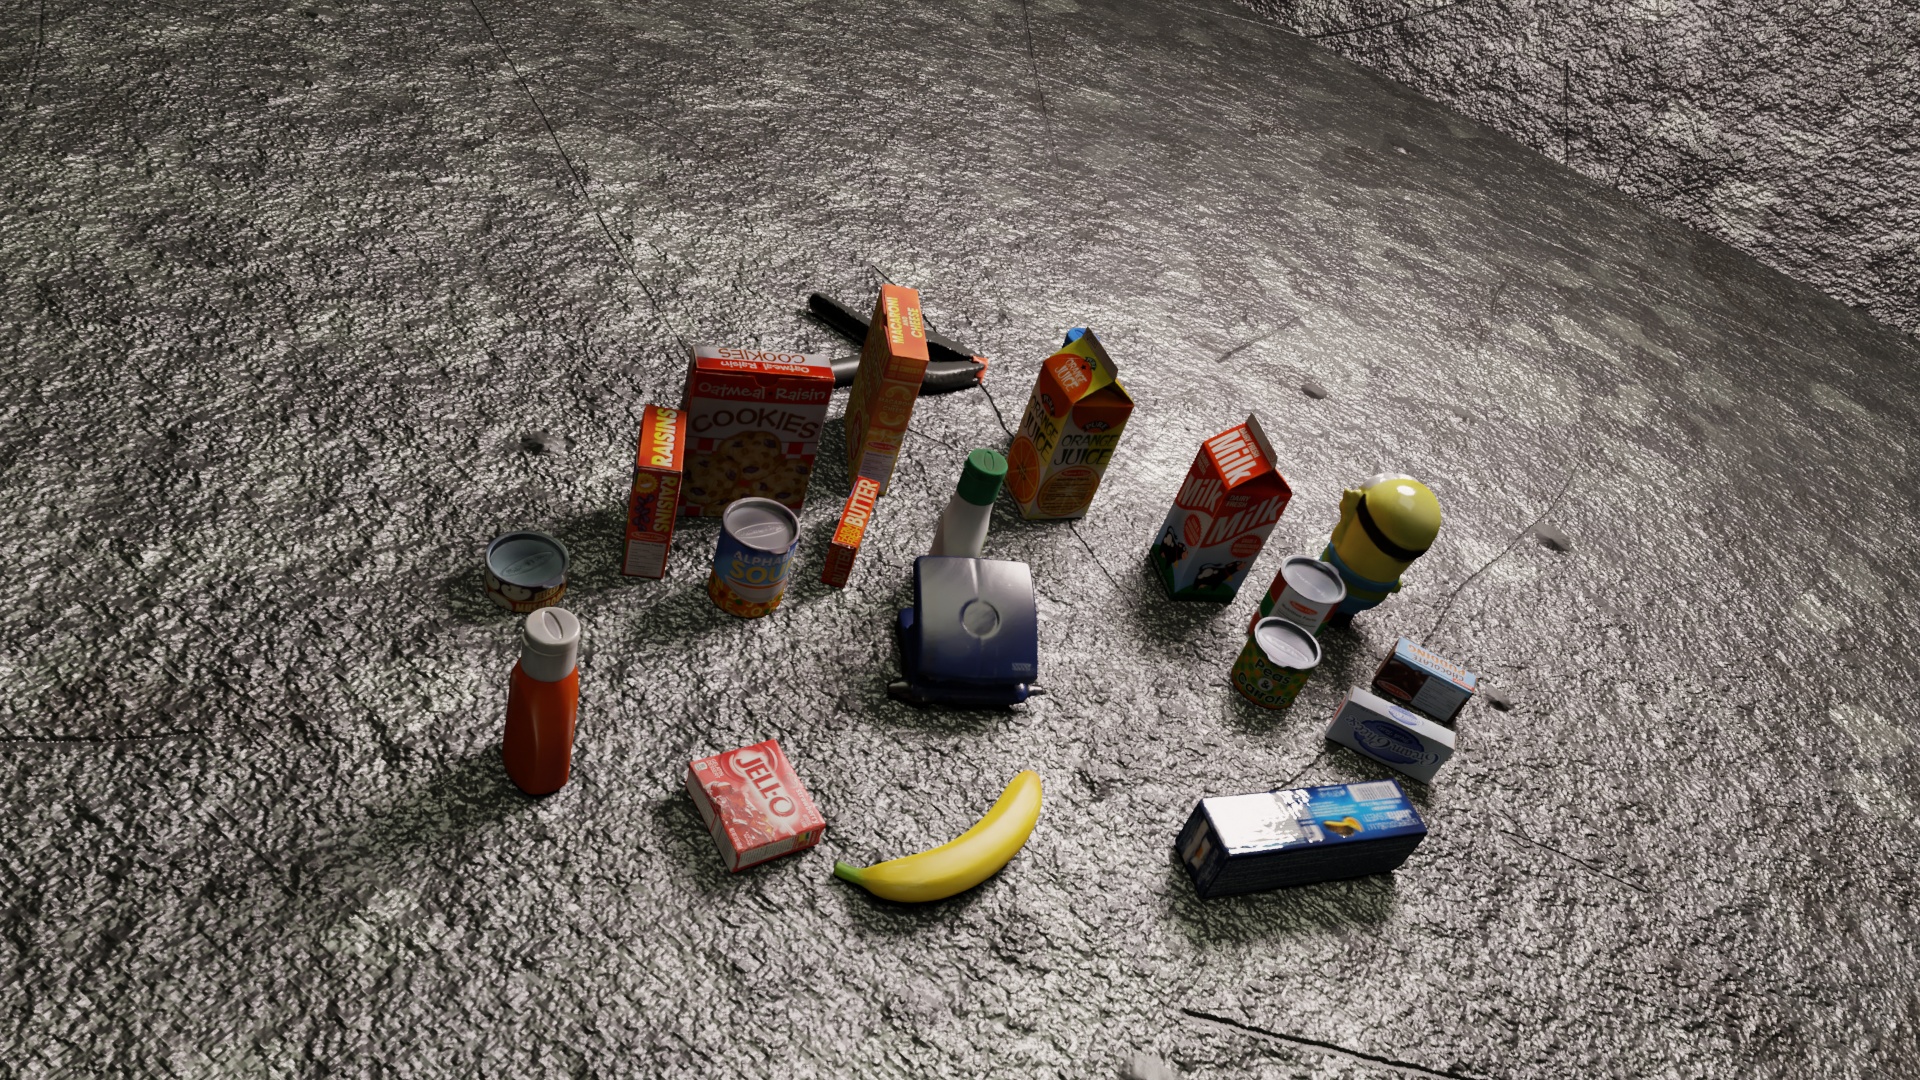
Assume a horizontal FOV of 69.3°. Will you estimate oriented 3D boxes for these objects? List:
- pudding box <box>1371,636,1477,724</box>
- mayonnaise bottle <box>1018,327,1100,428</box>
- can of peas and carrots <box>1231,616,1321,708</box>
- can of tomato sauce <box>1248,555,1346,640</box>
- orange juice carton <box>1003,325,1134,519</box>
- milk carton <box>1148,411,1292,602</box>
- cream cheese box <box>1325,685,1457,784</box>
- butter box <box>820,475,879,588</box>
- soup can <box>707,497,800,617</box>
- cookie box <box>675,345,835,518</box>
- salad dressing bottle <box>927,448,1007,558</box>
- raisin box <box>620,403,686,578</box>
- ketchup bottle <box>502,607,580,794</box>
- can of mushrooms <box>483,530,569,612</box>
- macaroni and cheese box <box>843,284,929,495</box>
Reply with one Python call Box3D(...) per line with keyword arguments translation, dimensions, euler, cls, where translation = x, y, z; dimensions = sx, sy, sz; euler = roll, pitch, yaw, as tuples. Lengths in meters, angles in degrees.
Box3D(translation=(0.450, 0.136, 1.346), dimensions=(0.084, 0.049, 0.030), euler=(28, 39, 10), cls="pudding box")
Box3D(translation=(0.107, -0.153, 1.459), dimensions=(0.041, 0.147, 0.065), euler=(-20, 53, -39), cls="mayonnaise bottle")
Box3D(translation=(0.293, 0.116, 1.295), dimensions=(0.071, 0.058, 0.071), euler=(12, 39, -10), cls="can of peas and carrots")
Box3D(translation=(0.326, 0.065, 1.349), dimensions=(0.071, 0.082, 0.071), euler=(12, 39, -10), cls="can of tomato sauce")
Box3D(translation=(0.110, -0.114, 1.380), dimensions=(0.073, 0.191, 0.072), euler=(-3, 44, -26), cls="orange juice carton")
Box3D(translation=(0.257, -0.030, 1.346), dimensions=(0.073, 0.189, 0.073), euler=(3, 42, -20), cls="milk carton")
Box3D(translation=(0.393, 0.178, 1.269), dimensions=(0.104, 0.053, 0.024), euler=(25, 39, 6), cls="cream cheese box")
Box3D(translation=(-0.101, -0.008, 1.277), dimensions=(0.024, 0.052, 0.104), euler=(18, 39, -2), cls="butter box")
Box3D(translation=(-0.177, 0.017, 1.190), dimensions=(0.071, 0.083, 0.072), euler=(12, 39, -10), cls="soup can")
Box3D(translation=(-0.191, -0.093, 1.247), dimensions=(0.123, 0.166, 0.040), euler=(1, 42, -22), cls="cookie box")
Box3D(translation=(0.004, -0.016, 1.255), dimensions=(0.044, 0.146, 0.064), euler=(11, 40, -11), cls="salad dressing bottle")
Box3D(translation=(-0.263, -0.041, 1.190), dimensions=(0.040, 0.122, 0.086), euler=(9, 40, -14), cls="raisin box")
Box3D(translation=(-0.294, 0.111, 0.979), dimensions=(0.044, 0.148, 0.065), euler=(-12, 49, -33), cls="ketchup bottle")
Box3D(translation=(-0.356, 0.027, 1.142), dimensions=(0.071, 0.033, 0.071), euler=(12, 39, -10), cls="can of mushrooms")
Box3D(translation=(-0.076, -0.147, 1.360), dimensions=(0.040, 0.165, 0.124), euler=(7, 40, -15), cls="macaroni and cheese box")
